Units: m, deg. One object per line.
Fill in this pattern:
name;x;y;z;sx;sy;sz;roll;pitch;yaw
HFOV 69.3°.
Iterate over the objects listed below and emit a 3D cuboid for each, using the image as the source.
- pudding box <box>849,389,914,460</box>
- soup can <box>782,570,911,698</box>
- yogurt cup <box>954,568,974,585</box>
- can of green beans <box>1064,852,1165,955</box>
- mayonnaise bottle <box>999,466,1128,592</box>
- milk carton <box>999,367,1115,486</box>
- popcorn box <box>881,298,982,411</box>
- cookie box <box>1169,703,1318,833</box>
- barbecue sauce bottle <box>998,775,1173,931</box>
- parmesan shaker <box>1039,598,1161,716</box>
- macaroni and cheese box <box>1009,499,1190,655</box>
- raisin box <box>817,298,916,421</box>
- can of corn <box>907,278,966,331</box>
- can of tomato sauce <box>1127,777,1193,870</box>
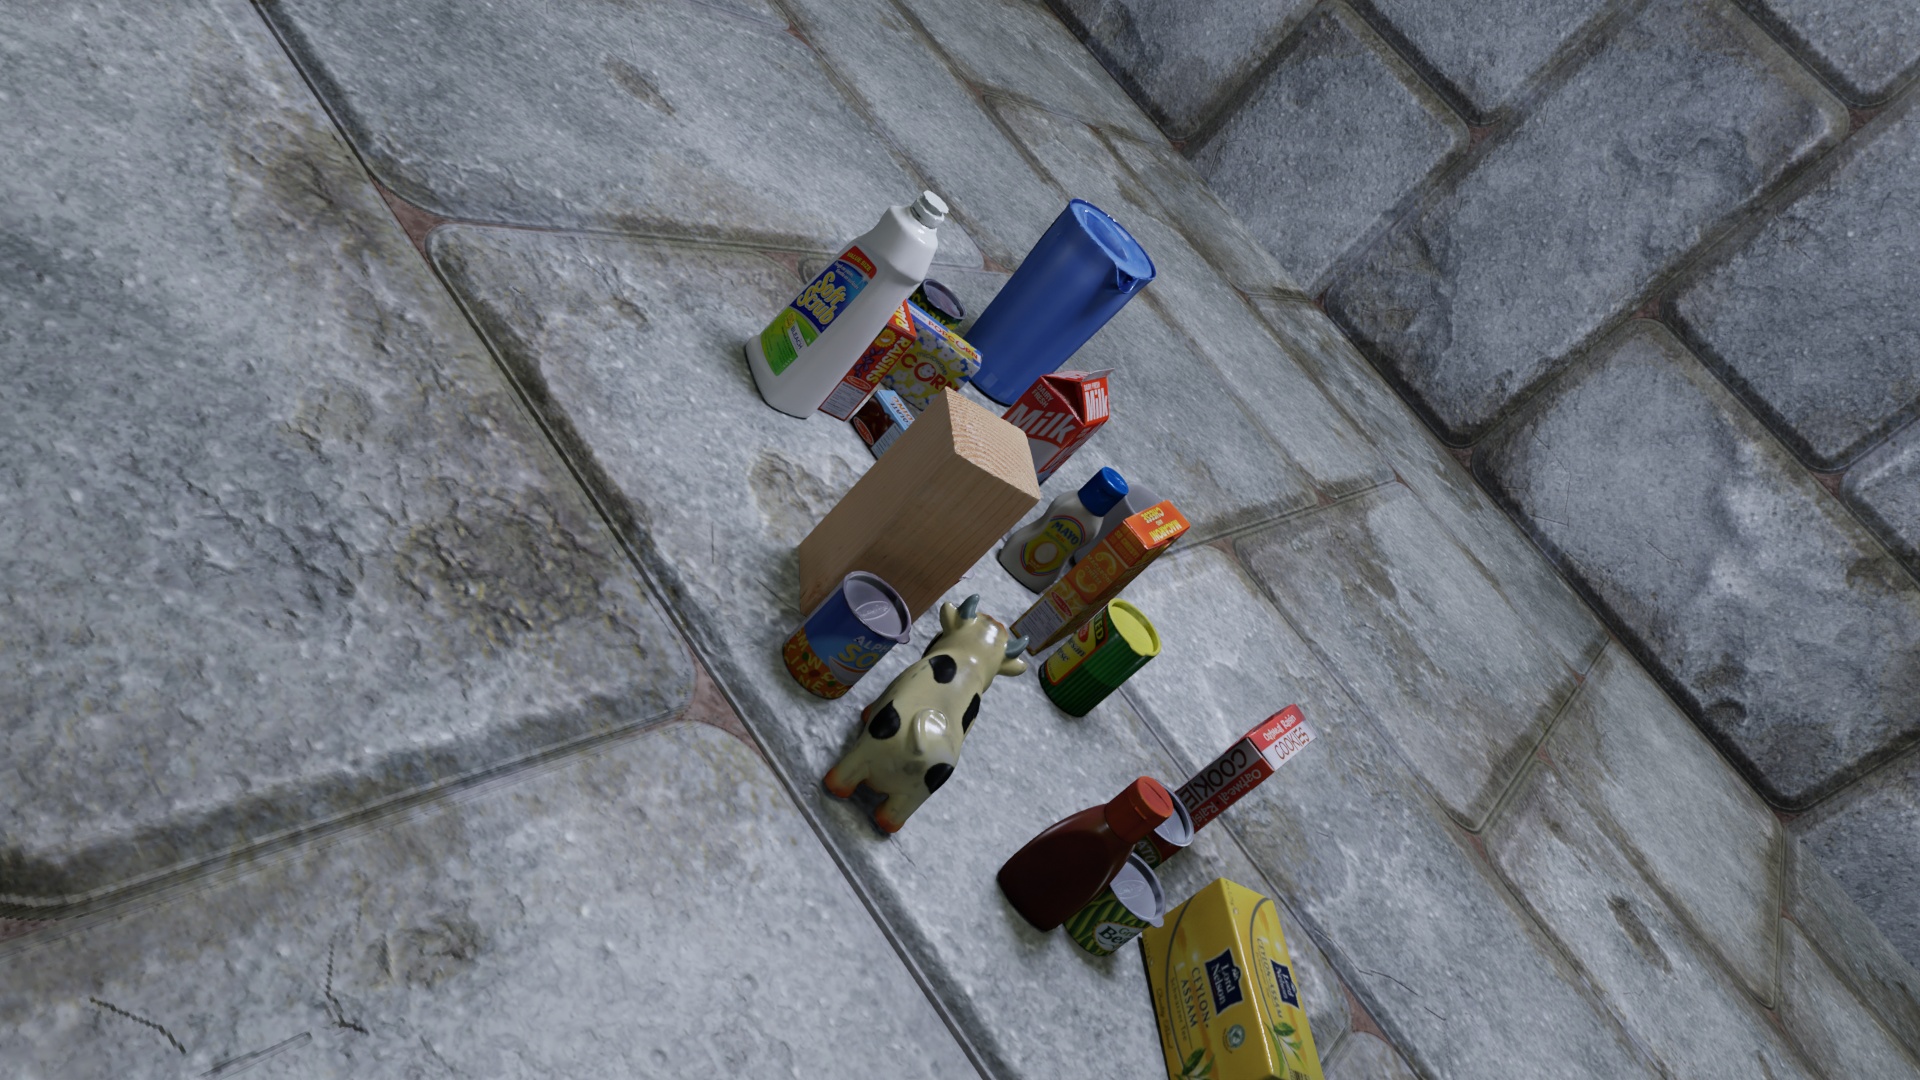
pudding box;-0.068;-0.106;1.401;0.084;0.049;0.030;54;29;17
soup can;-0.088;0.077;1.090;0.071;0.083;0.072;33;30;-22
yogurt cup;-0.032;0.024;1.268;0.072;0.053;0.073;33;30;-22
can of green beans;0.120;0.289;1.109;0.071;0.057;0.071;33;30;-22
mayonnaise bottle;0.107;-0.014;1.404;0.065;0.147;0.041;40;28;-9
milk carton;0.087;-0.116;1.469;0.073;0.189;0.072;50;28;9
popcorn box;-0.051;-0.203;1.516;0.126;0.085;0.038;34;29;-19
cookie box;0.227;0.218;1.230;0.040;0.166;0.123;52;28;14
barbecue sauce bottle;0.098;0.234;1.056;0.065;0.148;0.044;48;28;6
parmesan shaker;0.130;0.113;1.311;0.071;0.102;0.072;33;30;-22
macaroni and cheese box;0.139;0.036;1.359;0.040;0.165;0.124;50;28;10
raisin box;-0.101;-0.194;1.396;0.040;0.123;0.086;25;33;-33
can of corn;-0.038;-0.267;1.649;0.071;0.058;0.071;33;30;-22
can of tomato sauce;0.142;0.249;1.164;0.071;0.082;0.071;33;30;-22
